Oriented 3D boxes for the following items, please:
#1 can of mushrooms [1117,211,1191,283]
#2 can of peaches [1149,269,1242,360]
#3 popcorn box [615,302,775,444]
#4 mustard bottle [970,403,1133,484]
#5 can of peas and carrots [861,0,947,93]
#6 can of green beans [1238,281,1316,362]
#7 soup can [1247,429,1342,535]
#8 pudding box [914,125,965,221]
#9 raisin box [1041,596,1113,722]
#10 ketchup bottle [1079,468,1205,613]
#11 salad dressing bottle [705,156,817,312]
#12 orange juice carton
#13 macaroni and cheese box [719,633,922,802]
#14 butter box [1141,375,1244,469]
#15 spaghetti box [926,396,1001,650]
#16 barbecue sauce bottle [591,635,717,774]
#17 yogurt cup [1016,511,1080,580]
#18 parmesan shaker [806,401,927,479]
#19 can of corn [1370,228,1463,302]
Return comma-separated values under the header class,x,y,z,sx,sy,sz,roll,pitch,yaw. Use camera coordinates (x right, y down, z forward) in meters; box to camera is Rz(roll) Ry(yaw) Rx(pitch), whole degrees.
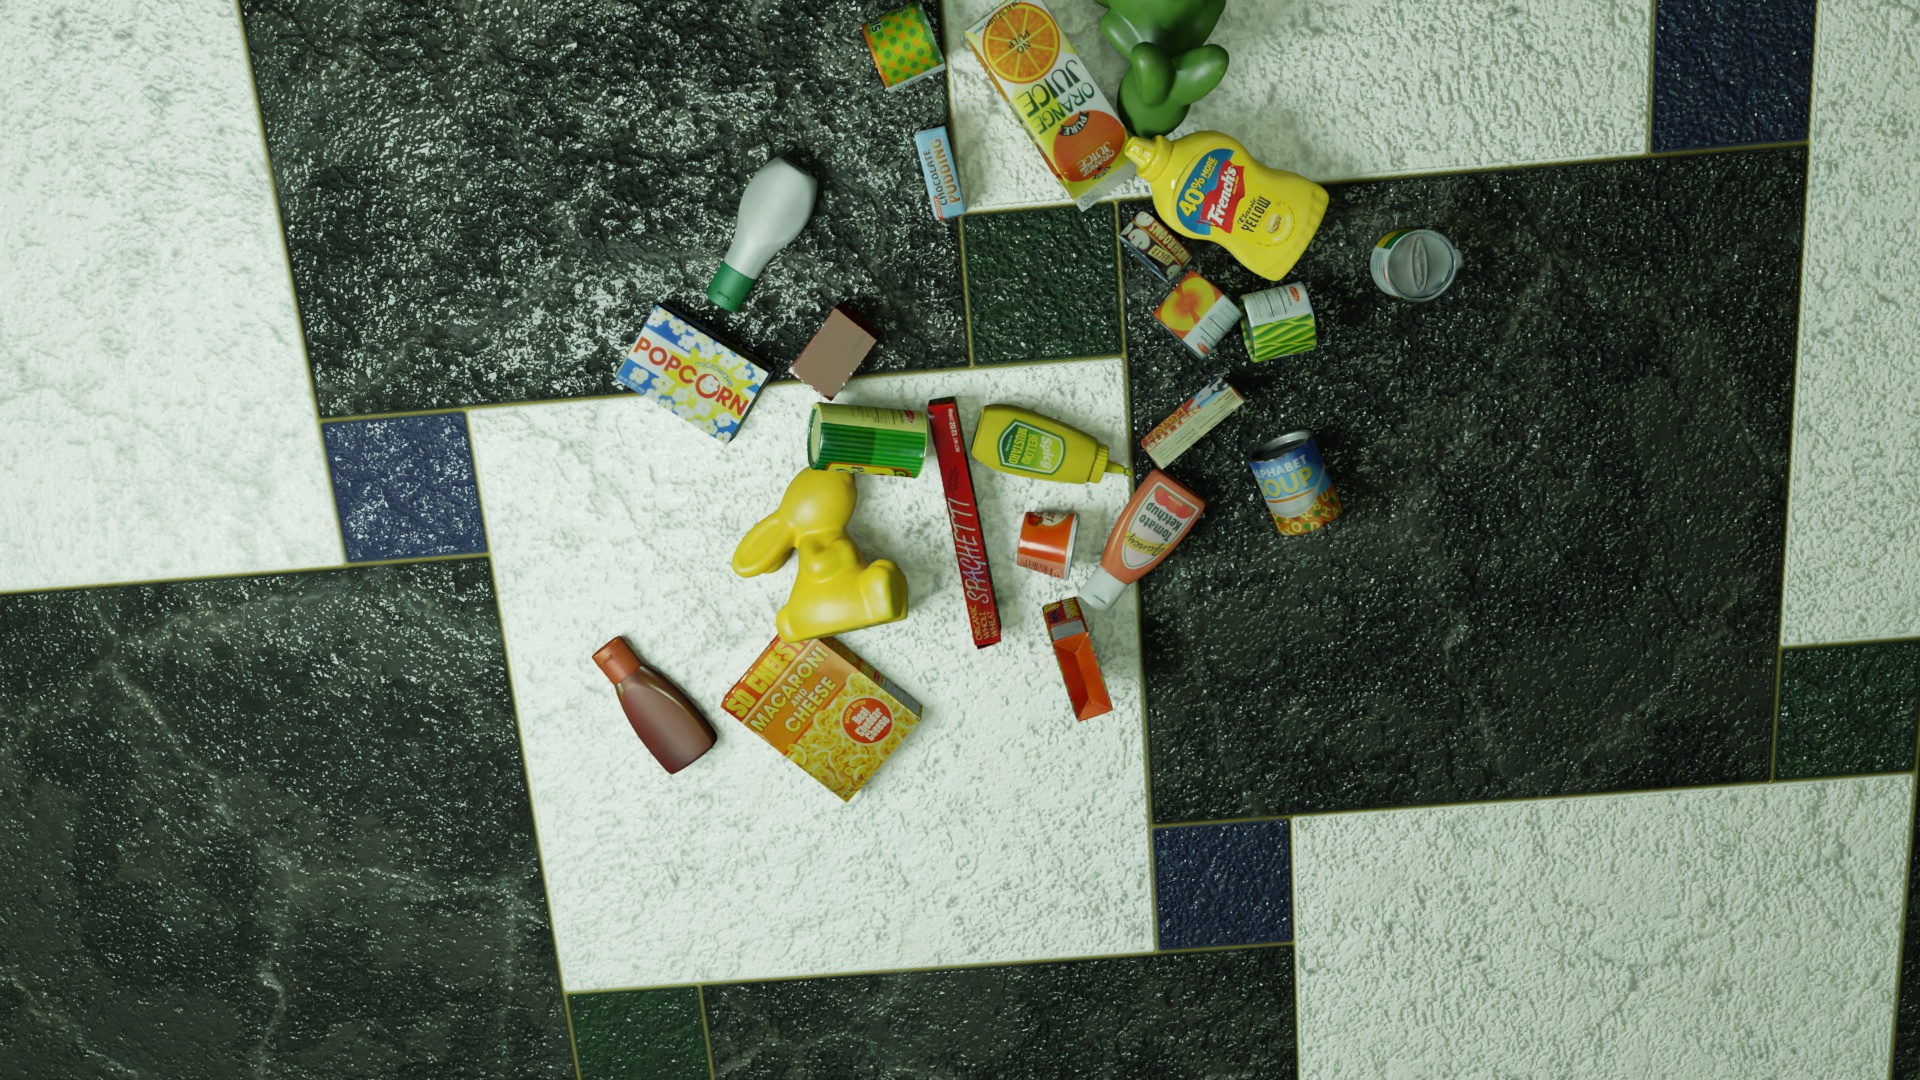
class,x,y,z,sx,sy,sz,roll,pitch,yaw
can of mushrooms,0.182,-0.273,1.295,0.071,0.071,0.033,42,100,-9
can of peaches,0.222,-0.215,1.313,0.071,0.071,0.058,39,101,-9
popcorn box,-0.256,-0.162,1.343,0.127,0.038,0.085,31,102,-7
mustard bottle,0.093,-0.087,1.352,0.160,0.049,0.065,14,105,-3
can of peas and carrots,-0.052,-0.449,1.256,0.059,0.071,0.071,-22,103,7
can of green beans,0.299,-0.206,1.313,0.058,0.071,0.071,-13,104,5
soup can,0.324,-0.055,1.347,0.071,0.071,0.083,-25,103,6
pudding box,-0.019,-0.341,1.291,0.030,0.050,0.083,-14,103,3
raisin box,0.113,0.115,1.363,0.040,0.124,0.086,-18,103,4
ketchup bottle,0.175,0.004,1.377,0.065,0.043,0.148,34,102,-8
salad dressing bottle,-0.190,-0.287,1.310,0.064,0.044,0.147,31,103,-9
orange juice carton,0.086,-0.400,1.264,0.072,0.073,0.192,-34,102,7
macaroni and cheese box,-0.142,0.170,1.422,0.166,0.040,0.123,39,101,-9
butter box,0.223,-0.114,1.343,0.103,0.053,0.024,-40,103,10
spaghetti box,0.005,-0.017,1.370,0.029,0.050,0.249,-10,104,4
barbecue sauce bottle,-0.317,0.165,1.421,0.065,0.044,0.148,-35,100,8
yogurt cup,0.086,0.002,1.368,0.054,0.072,0.072,10,104,6
parmesan shaker,-0.091,-0.096,1.327,0.103,0.071,0.071,4,105,-17
can of corn,0.427,-0.259,1.303,0.071,0.058,0.071,0,104,1
